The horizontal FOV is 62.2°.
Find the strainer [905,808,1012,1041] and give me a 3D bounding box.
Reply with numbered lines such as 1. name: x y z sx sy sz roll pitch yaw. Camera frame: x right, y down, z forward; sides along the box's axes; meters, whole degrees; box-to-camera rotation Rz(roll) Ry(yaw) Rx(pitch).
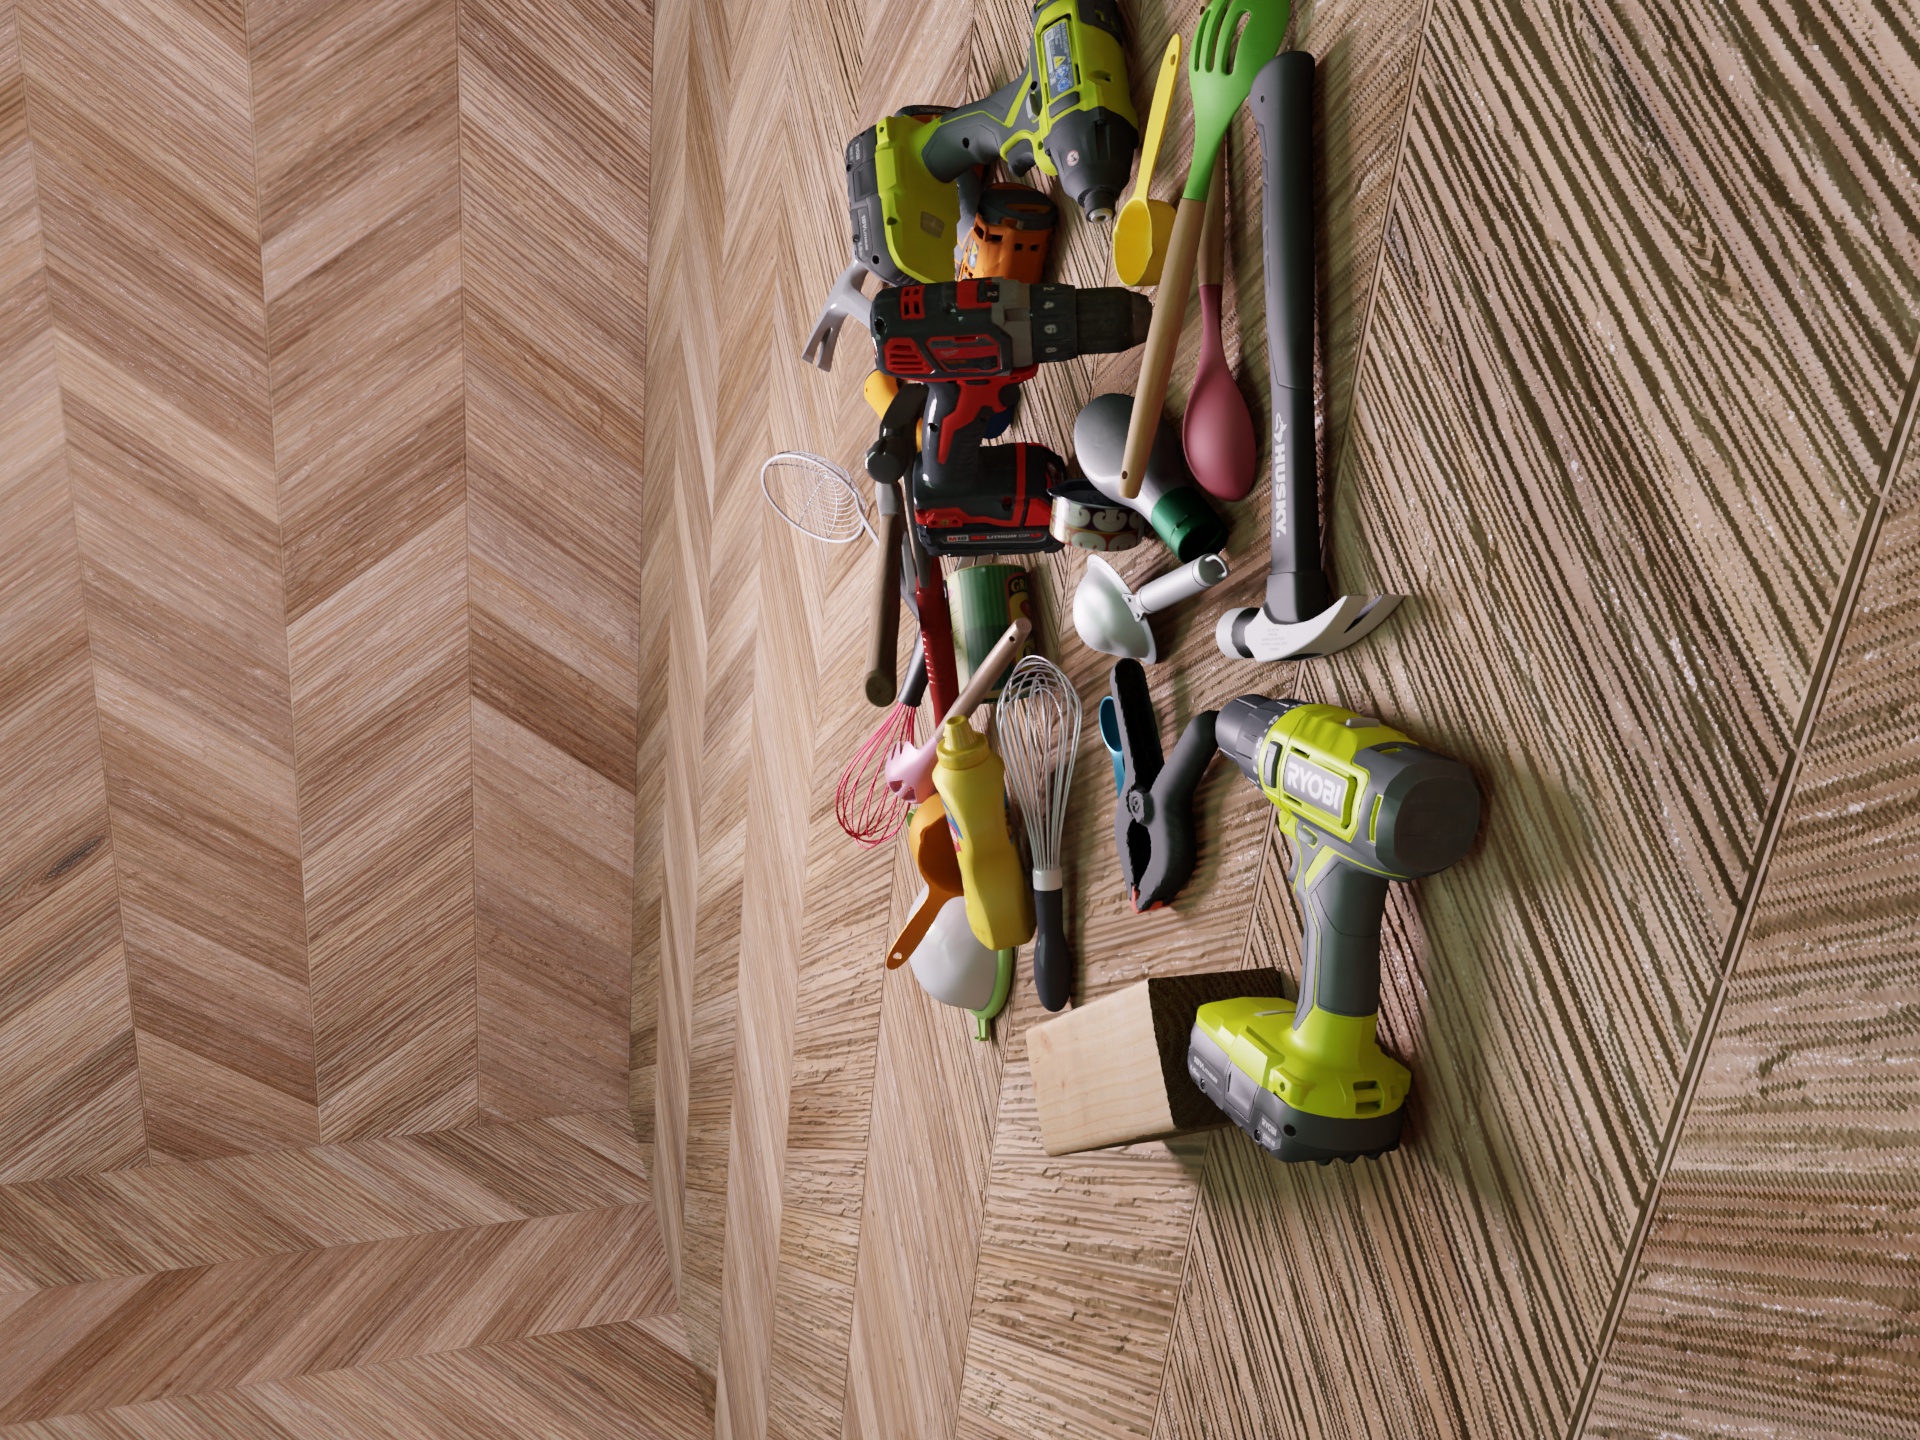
1. strainer: -0.028 0.165 1.467 0.257 0.069 0.151 -121 34 -50

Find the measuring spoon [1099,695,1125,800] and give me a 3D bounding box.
1. measuring spoon: 0.123 0.044 1.127 0.042 0.021 0.128 -174 73 -69

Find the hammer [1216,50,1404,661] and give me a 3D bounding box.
1. hammer: 0.188 -0.200 0.887 0.146 0.035 0.335 -176 84 -71

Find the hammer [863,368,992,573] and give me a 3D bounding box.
1. hammer: -0.033 -0.249 1.488 0.337 0.034 0.127 -122 36 -54

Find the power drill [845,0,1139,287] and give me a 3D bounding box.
1. power drill: 0.024 -0.399 1.140 0.223 0.080 0.171 -18 71 39

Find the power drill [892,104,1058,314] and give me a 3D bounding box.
1. power drill: 0.001 -0.393 1.314 0.227 0.084 0.164 -118 32 -42

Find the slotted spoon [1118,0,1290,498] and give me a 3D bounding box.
1. slotted spoon: 0.136 -0.287 0.961 0.070 0.031 0.313 32 116 48

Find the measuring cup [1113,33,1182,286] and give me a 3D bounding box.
1. measuring cup: 0.133 -0.359 1.031 0.062 0.029 0.156 -125 40 -56

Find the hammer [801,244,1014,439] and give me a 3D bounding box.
1. hammer: -0.050 -0.342 1.478 0.144 0.035 0.406 -59 34 15

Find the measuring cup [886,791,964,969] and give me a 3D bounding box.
1. measuring cup: -0.022 0.135 1.370 0.173 0.095 0.052 -58 26 15

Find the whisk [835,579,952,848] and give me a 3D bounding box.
1. whisk: -0.056 -0.002 1.515 0.295 0.073 0.073 -69 28 25

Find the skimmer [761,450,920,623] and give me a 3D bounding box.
1. skimmer: -0.113 -0.173 1.636 0.127 0.090 0.364 62 177 -40

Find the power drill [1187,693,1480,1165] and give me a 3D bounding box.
1. power drill: 0.187 0.102 0.866 0.191 0.080 0.228 -145 58 -64

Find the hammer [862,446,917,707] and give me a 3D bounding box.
1. hammer: -0.064 -0.113 1.379 0.332 0.031 0.130 -90 -8 -56

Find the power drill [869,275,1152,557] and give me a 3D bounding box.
1. power drill: 0.040 -0.219 1.128 0.226 0.188 0.080 82 -173 -55

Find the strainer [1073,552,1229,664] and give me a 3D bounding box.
1. strainer: 0.119 -0.078 1.028 0.087 0.050 0.258 60 166 -2

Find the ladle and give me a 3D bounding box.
1. ladle: 0.156 -0.293 0.979 0.069 0.031 0.315 180 89 -66

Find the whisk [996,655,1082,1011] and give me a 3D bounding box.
1. whisk: 0.065 0.090 1.235 0.070 0.070 0.284 -157 62 -68

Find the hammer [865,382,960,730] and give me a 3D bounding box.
1. hammer: -0.022 -0.099 1.346 0.149 0.037 0.358 -69 -25 -53

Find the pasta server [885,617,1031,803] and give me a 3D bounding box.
1. pasta server: -0.002 -0.004 1.275 0.040 0.060 0.316 -55 1 -33
